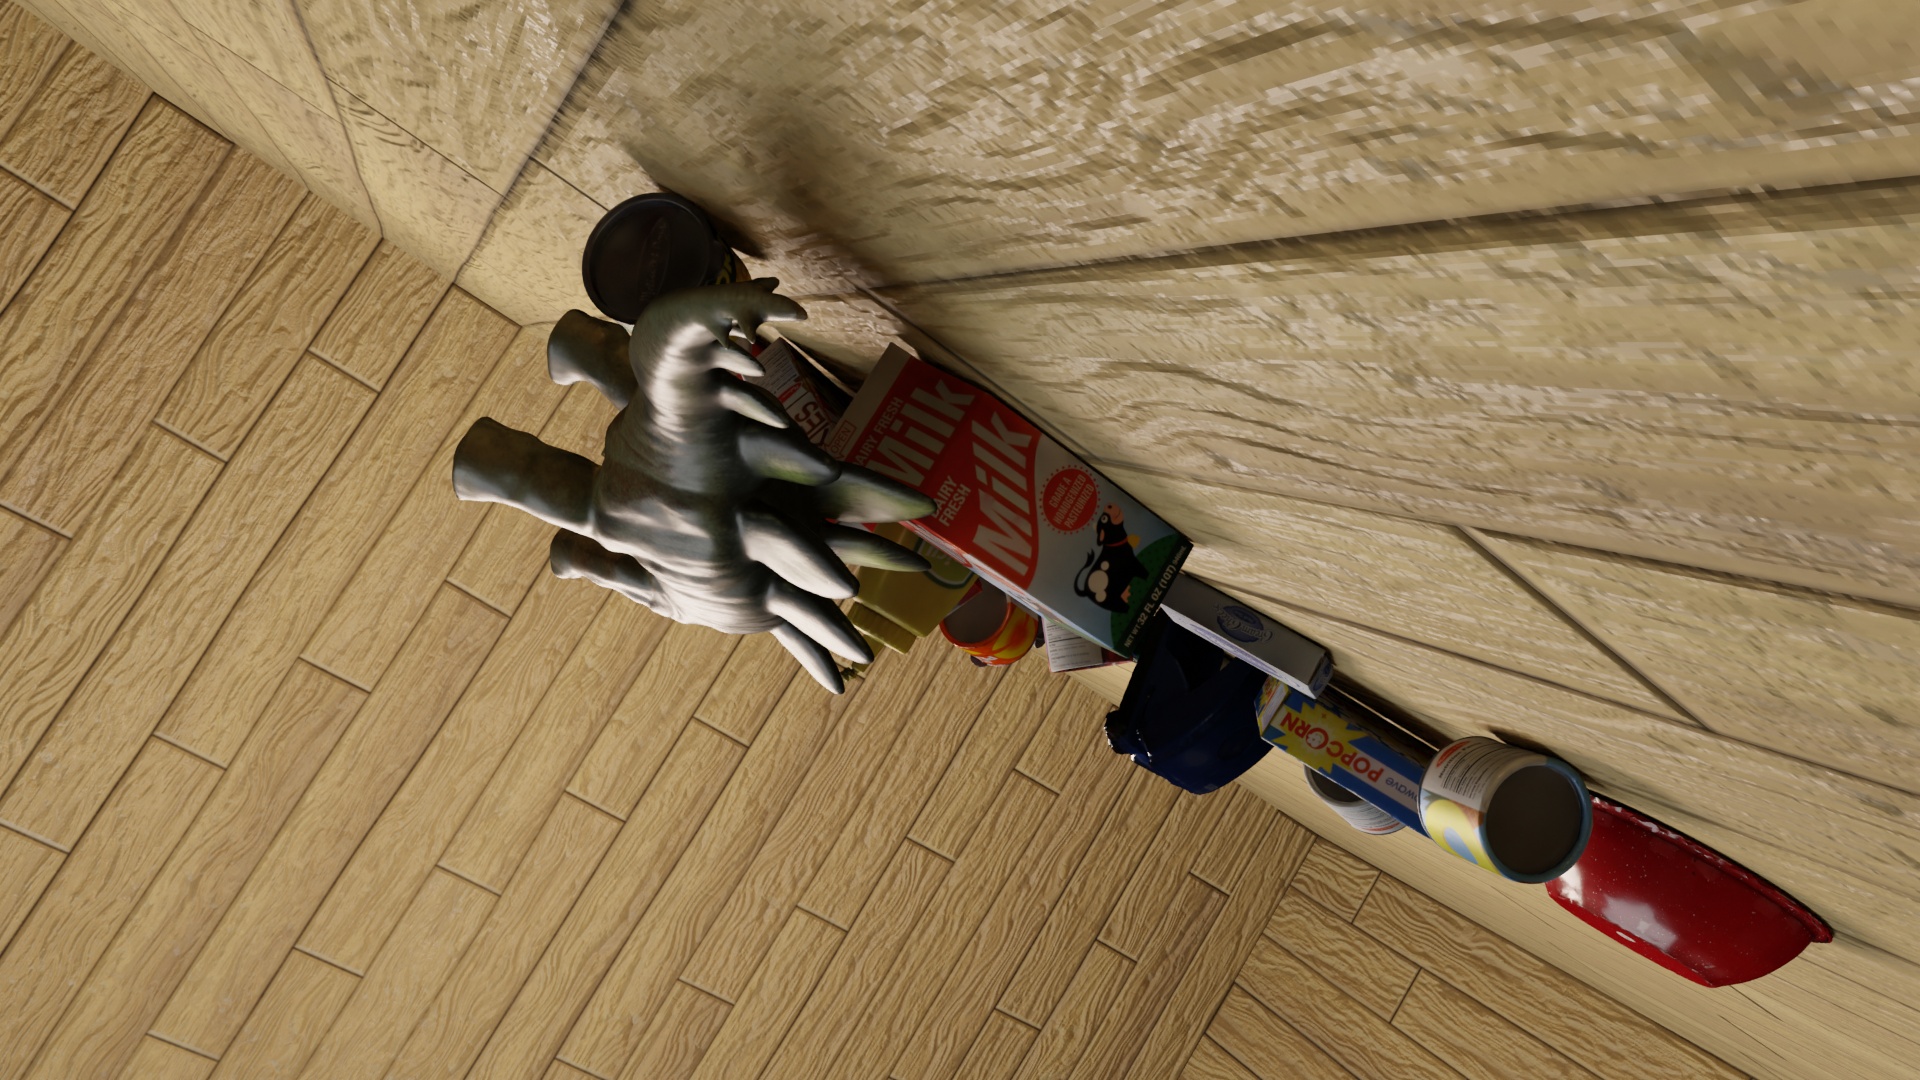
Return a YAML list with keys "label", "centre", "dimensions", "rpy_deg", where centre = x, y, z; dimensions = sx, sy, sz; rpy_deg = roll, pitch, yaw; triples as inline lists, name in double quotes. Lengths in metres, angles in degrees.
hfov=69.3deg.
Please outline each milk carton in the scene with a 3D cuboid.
- label: "milk carton"
  centre: [0.019, -0.020, 0.709]
  dimensions: [0.190, 0.072, 0.073]
  rpy_deg: [34, 174, -26]

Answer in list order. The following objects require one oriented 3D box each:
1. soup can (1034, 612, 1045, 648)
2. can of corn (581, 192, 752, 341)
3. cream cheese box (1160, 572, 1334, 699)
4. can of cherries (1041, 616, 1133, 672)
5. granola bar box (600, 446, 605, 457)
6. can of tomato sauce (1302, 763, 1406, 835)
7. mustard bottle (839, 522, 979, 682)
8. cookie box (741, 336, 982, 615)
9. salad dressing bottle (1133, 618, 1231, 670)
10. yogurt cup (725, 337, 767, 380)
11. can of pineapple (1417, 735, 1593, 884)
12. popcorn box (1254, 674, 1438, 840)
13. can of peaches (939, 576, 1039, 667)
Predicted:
- label: "soup can"
  centre: [0.048, 0.042, 1.188]
  dimensions: [0.084, 0.071, 0.071]
  rpy_deg: [29, 175, 30]
- label: "can of corn"
  centre: [-0.137, -0.125, 0.673]
  dimensions: [0.071, 0.071, 0.058]
  rpy_deg: [30, 175, 16]
- label: "cream cheese box"
  centre: [0.172, 0.057, 0.834]
  dimensions: [0.104, 0.024, 0.053]
  rpy_deg: [30, 176, 25]
- label: "can of cherries"
  centre: [0.098, 0.069, 1.068]
  dimensions: [0.071, 0.058, 0.071]
  rpy_deg: [-8, 171, -1]
- label: "granola bar box"
  centre: [-0.219, -0.104, 1.057]
  dimensions: [0.039, 0.124, 0.165]
  rpy_deg: [33, 175, -9]
- label: "can of tomato sauce"
  centre: [0.290, 0.168, 1.001]
  dimensions: [0.071, 0.071, 0.083]
  rpy_deg: [28, 173, 39]
- label: "mustard bottle"
  centre: [-0.021, 0.012, 0.766]
  dimensions: [0.065, 0.160, 0.049]
  rpy_deg: [33, 173, -30]
- label: "cookie box"
  centre: [-0.062, -0.039, 0.866]
  dimensions: [0.122, 0.040, 0.168]
  rpy_deg: [41, -167, -46]
- label: "salad dressing bottle"
  centre: [0.196, 0.108, 1.104]
  dimensions: [0.147, 0.044, 0.064]
  rpy_deg: [35, 176, -31]
- label: "yogurt cup"
  centre: [-0.153, -0.110, 0.956]
  dimensions: [0.072, 0.072, 0.053]
  rpy_deg: [28, 166, 38]
- label: "can of pineapple"
  centre: [0.282, 0.140, 0.719]
  dimensions: [0.071, 0.071, 0.058]
  rpy_deg: [33, 175, -11]
- label: "popcorn box"
  centre: [0.251, 0.131, 0.883]
  dimensions: [0.127, 0.038, 0.085]
  rpy_deg: [31, -167, 3]
- label: "can of peaches"
  centre: [0.021, 0.065, 1.119]
  dimensions: [0.071, 0.071, 0.058]
  rpy_deg: [29, 175, 31]
